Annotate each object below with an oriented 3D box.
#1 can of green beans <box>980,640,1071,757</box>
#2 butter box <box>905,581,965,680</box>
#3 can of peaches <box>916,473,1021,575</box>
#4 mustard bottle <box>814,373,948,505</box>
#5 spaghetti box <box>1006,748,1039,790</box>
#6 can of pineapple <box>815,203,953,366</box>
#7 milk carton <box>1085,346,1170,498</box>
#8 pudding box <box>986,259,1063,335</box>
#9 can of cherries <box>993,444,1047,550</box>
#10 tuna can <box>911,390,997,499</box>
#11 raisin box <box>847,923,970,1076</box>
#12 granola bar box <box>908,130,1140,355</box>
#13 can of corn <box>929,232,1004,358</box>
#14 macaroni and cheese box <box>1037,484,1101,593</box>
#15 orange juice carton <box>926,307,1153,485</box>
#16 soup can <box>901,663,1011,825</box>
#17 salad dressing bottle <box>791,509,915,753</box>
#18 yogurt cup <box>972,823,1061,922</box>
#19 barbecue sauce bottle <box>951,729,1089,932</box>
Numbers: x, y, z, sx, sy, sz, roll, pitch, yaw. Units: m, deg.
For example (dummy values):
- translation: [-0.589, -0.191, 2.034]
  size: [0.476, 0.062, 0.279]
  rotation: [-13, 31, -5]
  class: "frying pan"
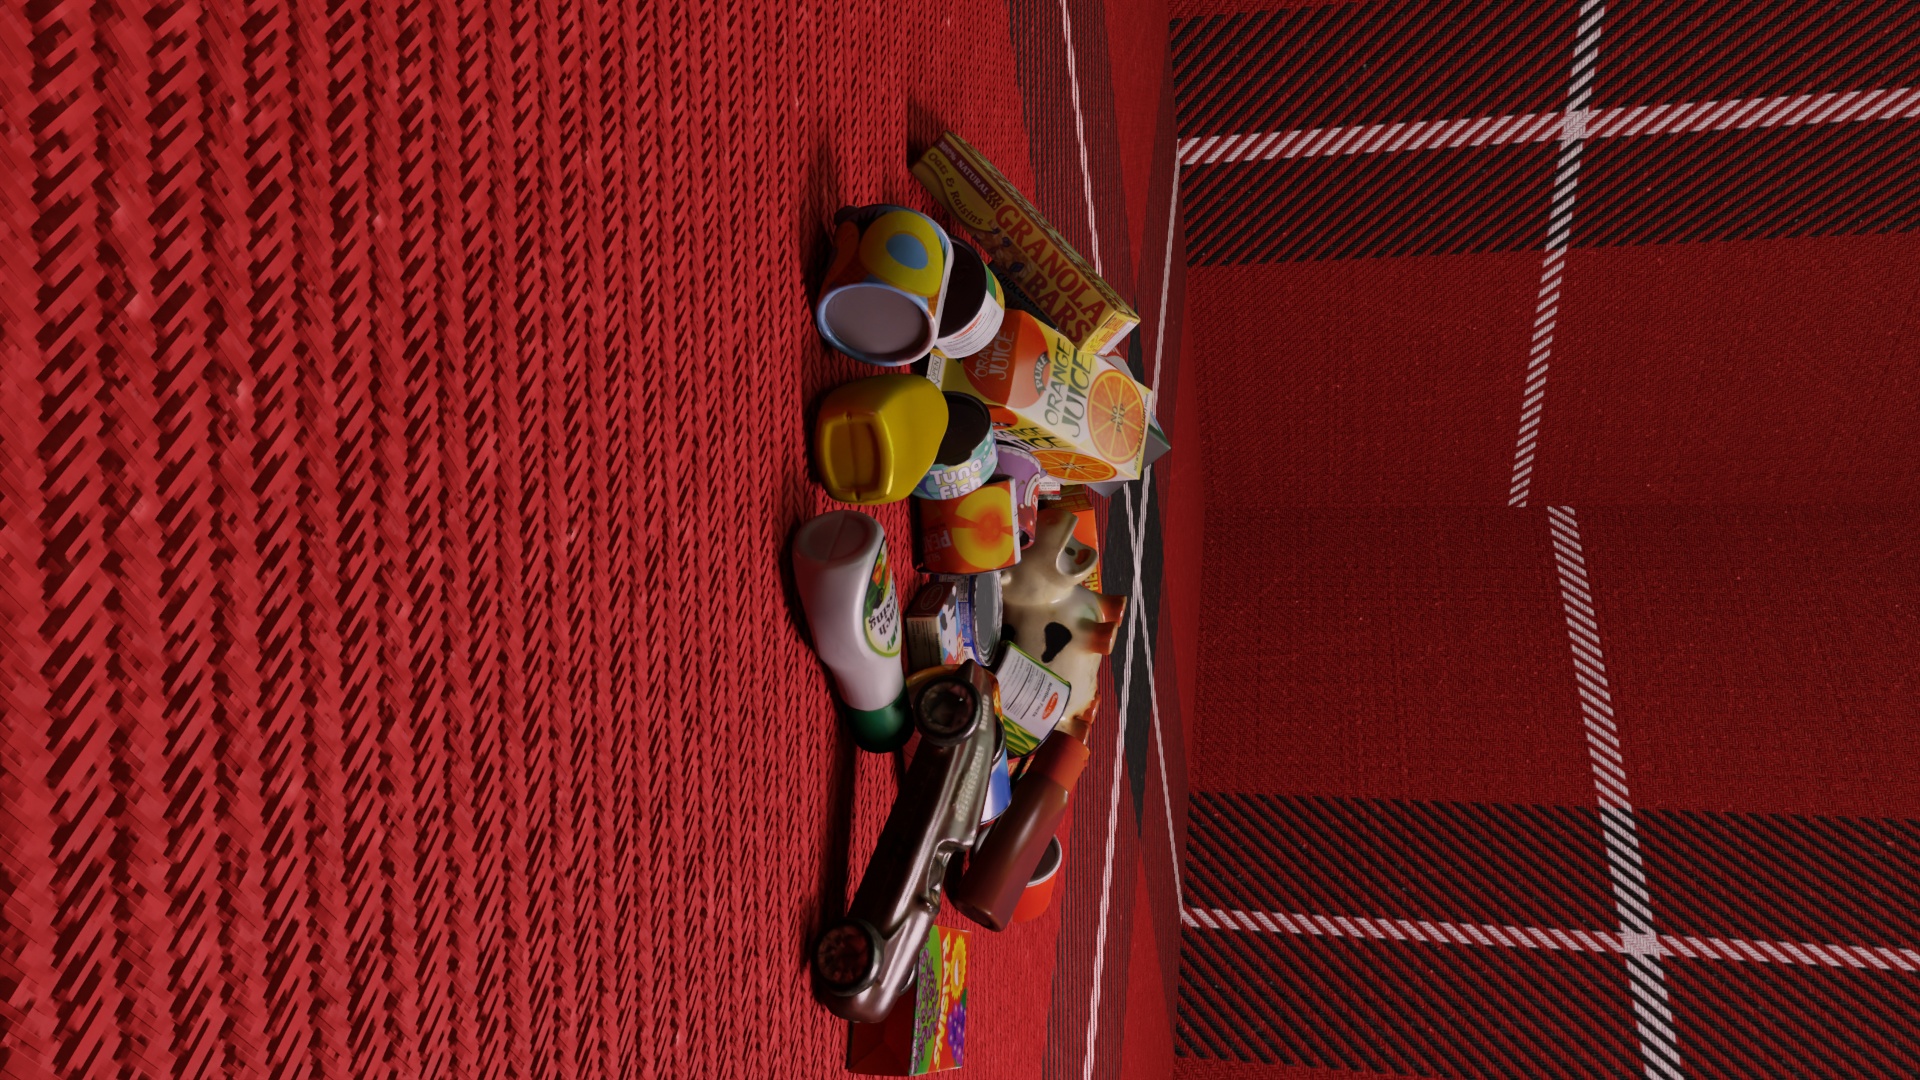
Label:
- translation: [0.038, 0.115, 1.011]
  size: [0.071, 0.058, 0.071]
  rotation: [-52, -170, 14]
  class: "can of green beans"
- translation: [-0.014, 0.084, 0.925]
  size: [0.053, 0.024, 0.103]
  rotation: [-60, 147, -63]
  class: "butter box"
- translation: [0.003, -0.011, 0.916]
  size: [0.071, 0.071, 0.058]
  rotation: [-41, 128, -72]
  class: "can of peaches"
- translation: [-0.038, -0.064, 0.781]
  size: [0.161, 0.049, 0.065]
  rotation: [-50, 137, -70]
  class: "mustard bottle"
- translation: [0.032, 0.182, 1.070]
  size: [0.050, 0.029, 0.250]
  rotation: [-66, 165, 0]
  class: "spaghetti box"
- translation: [-0.042, -0.135, 0.736]
  size: [0.070, 0.071, 0.058]
  rotation: [71, 23, -53]
  class: "can of pineapple"
- translation: [0.097, -0.134, 1.162]
  size: [0.073, 0.072, 0.191]
  rotation: [32, 29, -42]
  class: "milk carton"
- translation: [0.050, -0.177, 1.081]
  size: [0.084, 0.030, 0.049]
  rotation: [46, -2, 20]
  class: "pudding box"
- translation: [0.025, -0.029, 0.990]
  size: [0.071, 0.071, 0.058]
  rotation: [61, 31, -63]
  class: "can of cherries"
- translation: [-0.010, -0.057, 0.850]
  size: [0.032, 0.071, 0.071]
  rotation: [76, 19, -45]
  class: "tuna can"
- translation: [-0.028, 0.274, 0.832]
  size: [0.123, 0.040, 0.086]
  rotation: [51, 40, -67]
  class: "raisin box"
- translation: [0.048, -0.200, 0.947]
  size: [0.165, 0.039, 0.124]
  rotation: [47, 14, 5]
  class: "granola bar box"
- translation: [-0.011, -0.153, 0.862]
  size: [0.058, 0.071, 0.071]
  rotation: [23, 68, -76]
  class: "can of corn"
- translation: [0.082, -0.008, 1.180]
  size: [0.167, 0.040, 0.123]
  rotation: [-107, -173, -61]
  class: "macaroni and cheese box"
- translation: [0.047, -0.104, 0.973]
  size: [0.192, 0.073, 0.072]
  rotation: [24, 71, -43]
  class: "orange juice carton"
- translation: [-0.002, 0.128, 0.878]
  size: [0.072, 0.071, 0.083]
  rotation: [-60, 147, -64]
  class: "soup can"
- translation: [-0.052, 0.052, 0.728]
  size: [0.064, 0.044, 0.146]
  rotation: [-76, 163, -46]
  class: "salad dressing bottle"
- translation: [0.044, 0.258, 1.079]
  size: [0.073, 0.072, 0.053]
  rotation: [-71, 165, -53]
  class: "yogurt cup"
- translation: [0.047, 0.211, 1.022]
  size: [0.149, 0.044, 0.064]
  rotation: [-59, 161, -22]
  class: "barbecue sauce bottle"
